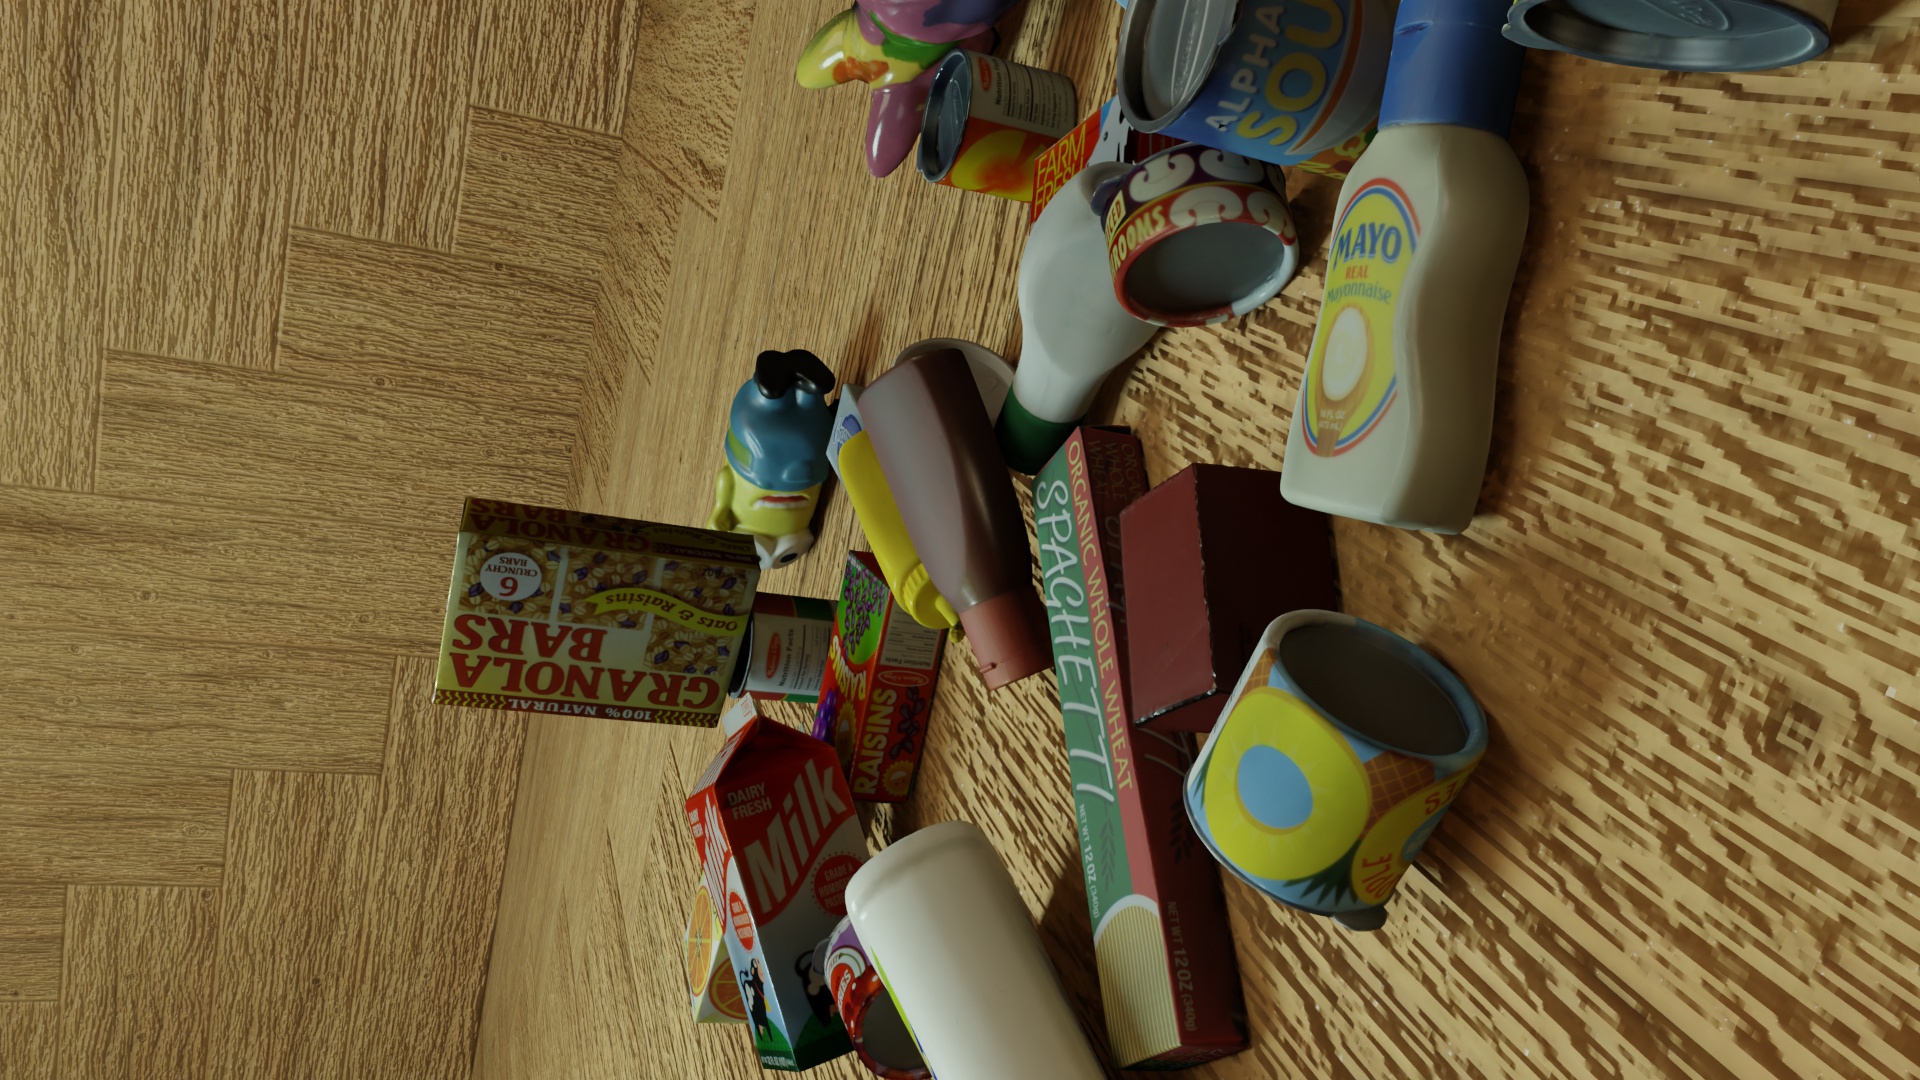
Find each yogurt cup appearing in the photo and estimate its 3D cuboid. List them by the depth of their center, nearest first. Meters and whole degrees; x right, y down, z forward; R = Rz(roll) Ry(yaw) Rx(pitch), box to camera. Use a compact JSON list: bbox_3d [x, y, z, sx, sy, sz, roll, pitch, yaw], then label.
[{"bbox_3d":[-0.006,-0.062,0.702,0.053,0.072,0.073,108,157,-45],"label":"yogurt cup"}]

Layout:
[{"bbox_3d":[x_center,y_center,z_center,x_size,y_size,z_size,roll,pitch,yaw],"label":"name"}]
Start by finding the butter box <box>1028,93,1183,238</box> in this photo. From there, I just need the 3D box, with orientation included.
[{"bbox_3d":[0.063,-0.160,0.613,0.103,0.024,0.053,165,111,-66],"label":"butter box"}]

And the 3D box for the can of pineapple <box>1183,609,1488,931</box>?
[{"bbox_3d":[0.105,0.062,0.388,0.071,0.071,0.057,-114,37,-52],"label":"can of pineapple"}]

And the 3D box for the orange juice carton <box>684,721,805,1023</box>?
[{"bbox_3d":[-0.116,0.210,0.873,0.072,0.073,0.191,-118,41,-55],"label":"orange juice carton"}]

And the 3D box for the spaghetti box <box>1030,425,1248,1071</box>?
[{"bbox_3d":[0.063,0.070,0.535,0.050,0.029,0.251,129,142,-51],"label":"spaghetti box"}]

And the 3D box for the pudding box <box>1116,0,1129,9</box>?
[{"bbox_3d":[0.091,-0.205,0.525,0.084,0.050,0.030,-111,37,-50],"label":"pudding box"}]

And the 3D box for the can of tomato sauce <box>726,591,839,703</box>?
[{"bbox_3d":[-0.097,0.067,0.856,0.071,0.083,0.071,-172,89,-68],"label":"can of tomato sauce"}]

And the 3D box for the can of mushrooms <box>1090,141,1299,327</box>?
[{"bbox_3d":[0.082,-0.106,0.488,0.070,0.071,0.033,132,138,-55],"label":"can of mushrooms"}]

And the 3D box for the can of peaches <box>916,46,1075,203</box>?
[{"bbox_3d":[0.017,-0.205,0.695,0.071,0.058,0.071,-173,89,-68],"label":"can of peaches"}]

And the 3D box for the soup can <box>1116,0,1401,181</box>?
[{"bbox_3d":[0.102,-0.152,0.435,0.071,0.084,0.071,-172,89,-68],"label":"soup can"}]

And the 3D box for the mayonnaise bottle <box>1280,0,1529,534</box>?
[{"bbox_3d":[0.131,-0.079,0.399,0.065,0.041,0.148,-157,75,-69],"label":"mayonnaise bottle"}]

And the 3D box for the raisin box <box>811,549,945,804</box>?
[{"bbox_3d":[-0.047,0.076,0.790,0.086,0.040,0.123,-146,66,-64],"label":"raisin box"}]

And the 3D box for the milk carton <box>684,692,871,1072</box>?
[{"bbox_3d":[-0.093,0.179,0.749,0.072,0.074,0.191,-40,66,60],"label":"milk carton"}]

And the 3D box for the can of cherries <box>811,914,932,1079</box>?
[{"bbox_3d":[-0.029,0.213,0.661,0.058,0.071,0.071,-137,57,-63],"label":"can of cherries"}]

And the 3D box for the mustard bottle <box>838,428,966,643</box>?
[{"bbox_3d":[-0.020,0.001,0.721,0.065,0.049,0.161,59,-177,-42],"label":"mustard bottle"}]

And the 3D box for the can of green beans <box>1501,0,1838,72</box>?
[{"bbox_3d":[0.162,-0.141,0.307,0.071,0.071,0.057,-150,69,-66],"label":"can of green beans"}]

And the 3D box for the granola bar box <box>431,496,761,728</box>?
[{"bbox_3d":[-0.212,0.045,0.810,0.039,0.166,0.123,-111,35,-54],"label":"granola bar box"}]

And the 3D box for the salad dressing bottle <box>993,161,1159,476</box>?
[{"bbox_3d":[0.048,-0.087,0.584,0.146,0.064,0.044,112,164,-49],"label":"salad dressing bottle"}]

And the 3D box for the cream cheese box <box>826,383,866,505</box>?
[{"bbox_3d":[-0.058,-0.056,0.877,0.104,0.024,0.053,-122,45,-57],"label":"cream cheese box"}]

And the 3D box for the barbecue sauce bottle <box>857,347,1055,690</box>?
[{"bbox_3d":[0.002,-0.008,0.623,0.064,0.044,0.148,-32,78,55],"label":"barbecue sauce bottle"}]
